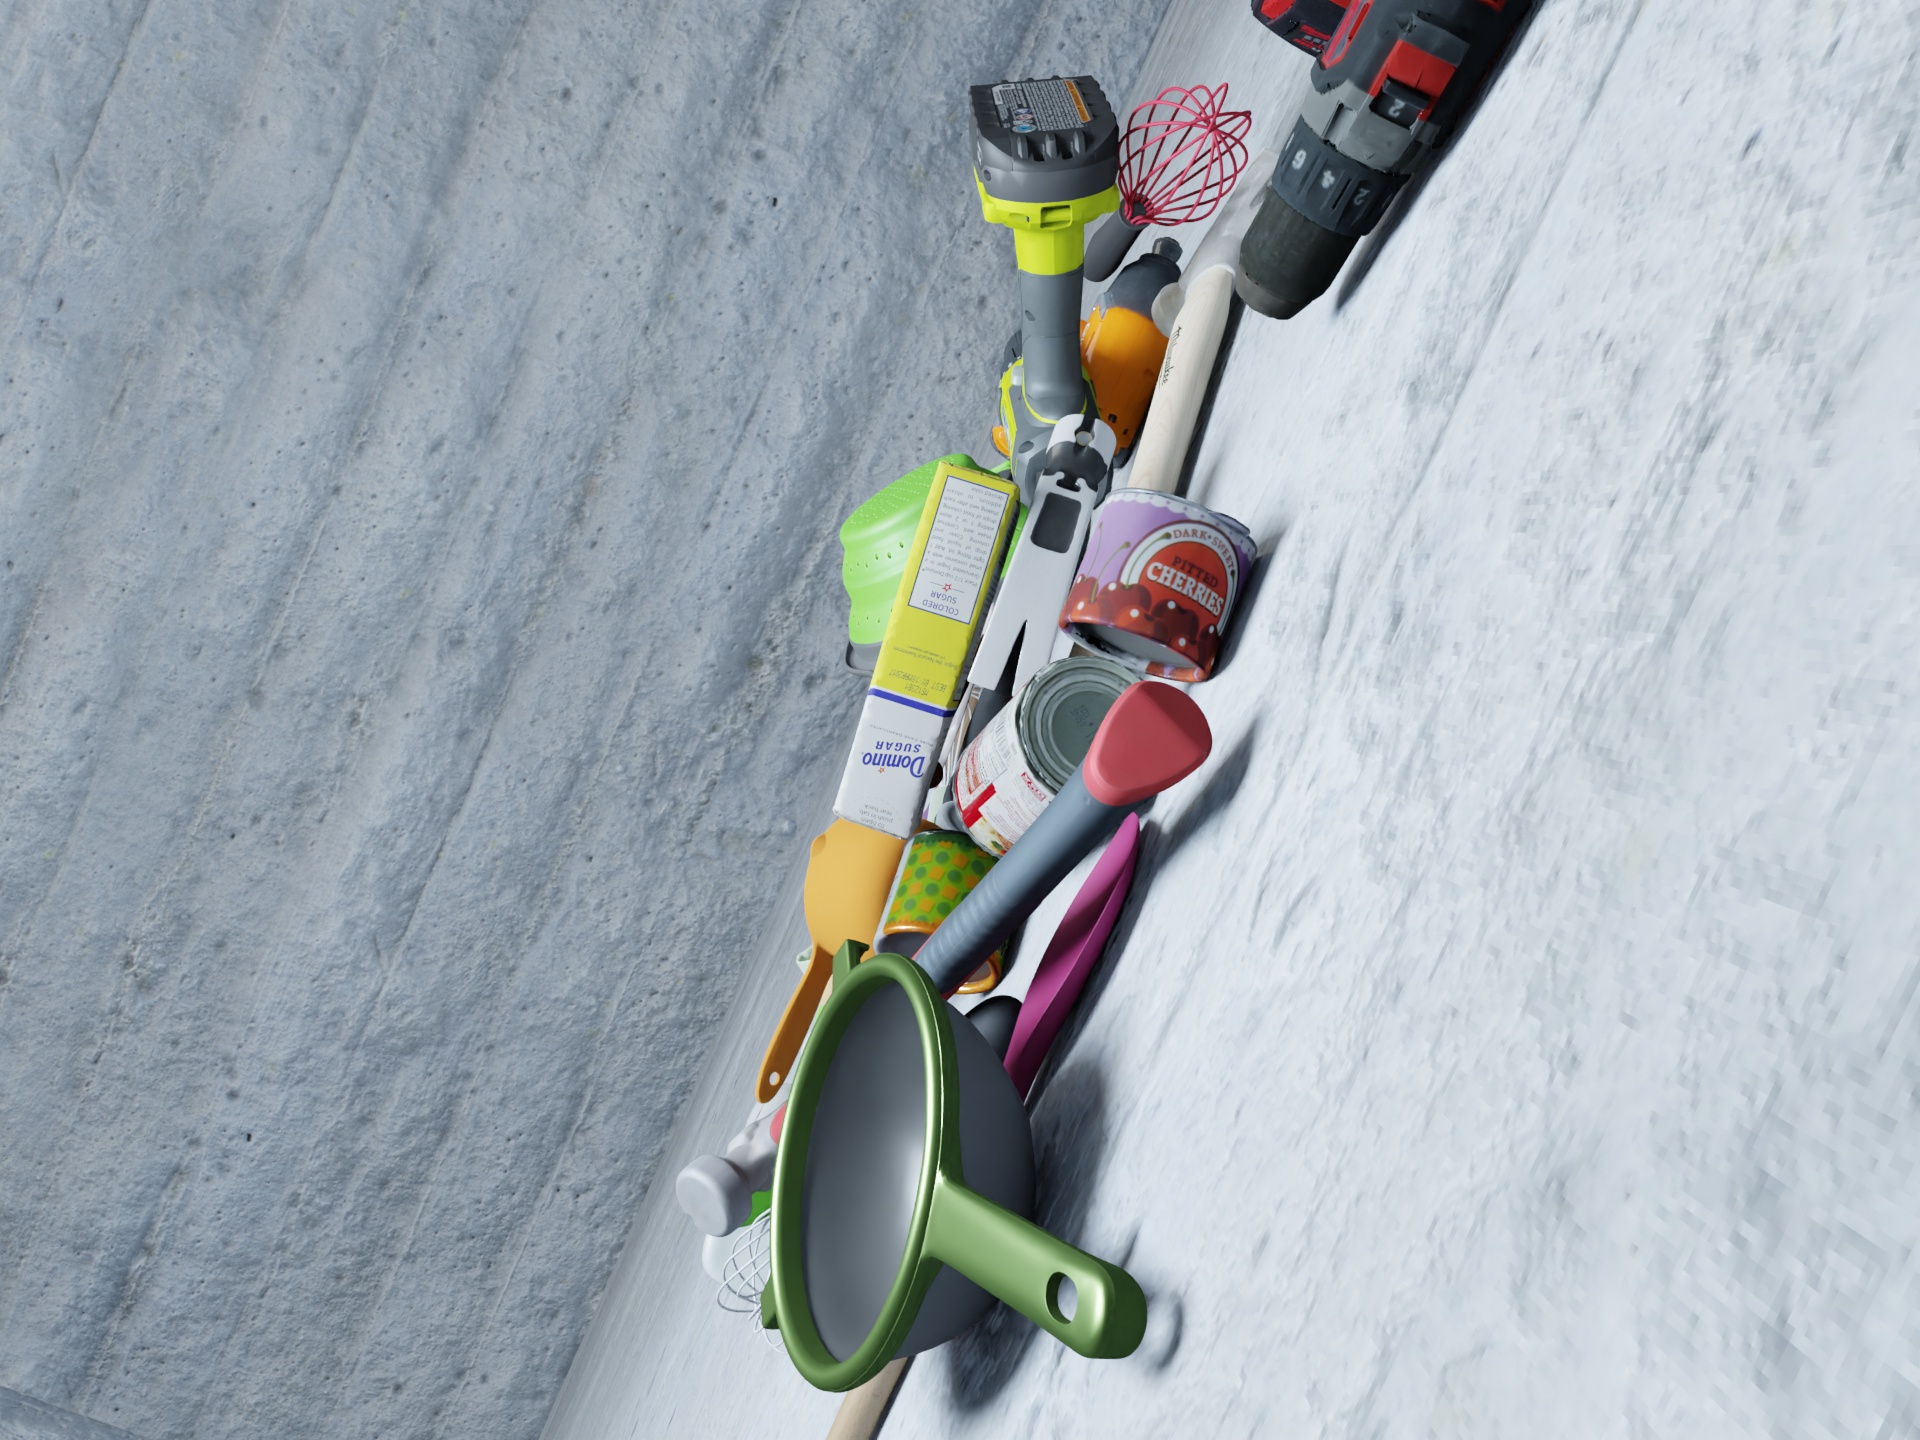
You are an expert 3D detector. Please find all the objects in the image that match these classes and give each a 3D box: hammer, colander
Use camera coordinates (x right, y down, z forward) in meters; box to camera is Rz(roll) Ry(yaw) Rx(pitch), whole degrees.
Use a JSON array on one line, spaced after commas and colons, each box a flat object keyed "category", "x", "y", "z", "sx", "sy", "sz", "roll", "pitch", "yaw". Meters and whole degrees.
[{"category": "hammer", "x": -0.003, "y": 0.104, "z": 0.690, "sx": 0.143, "sy": 0.038, "sz": 0.386, "roll": -33, "pitch": -14, "yaw": -46}, {"category": "hammer", "x": 0.103, "y": -0.123, "z": 0.847, "sx": 0.146, "sy": 0.038, "sz": 0.411, "roll": 128, "pitch": 163, "yaw": -61}, {"category": "colander", "x": -0.008, "y": -0.162, "z": 1.217, "sx": 0.204, "sy": 0.094, "sz": 0.397, "roll": -26, "pitch": 20, "yaw": 19}, {"category": "hammer", "x": 0.023, "y": -0.014, "z": 0.886, "sx": 0.334, "sy": 0.035, "sz": 0.146, "roll": 106, "pitch": -178, "yaw": -62}]

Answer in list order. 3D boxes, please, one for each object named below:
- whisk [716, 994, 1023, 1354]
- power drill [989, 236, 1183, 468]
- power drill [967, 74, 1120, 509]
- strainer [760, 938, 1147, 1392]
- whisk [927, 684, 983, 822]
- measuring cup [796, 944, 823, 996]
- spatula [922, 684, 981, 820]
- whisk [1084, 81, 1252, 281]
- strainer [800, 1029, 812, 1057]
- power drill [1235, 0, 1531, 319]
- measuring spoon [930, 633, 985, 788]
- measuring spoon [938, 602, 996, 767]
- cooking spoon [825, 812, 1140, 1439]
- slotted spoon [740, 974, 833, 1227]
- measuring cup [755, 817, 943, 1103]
[{"category": "whisk", "x": -0.041, "y": 0.217, "z": 0.754, "sx": 0.284, "sy": 0.070, "sz": 0.070, "roll": -55, "pitch": 12, "yaw": 36}, {"category": "power drill", "x": 0.099, "y": -0.262, "z": 1.178, "sx": 0.164, "sy": 0.084, "sz": 0.226, "roll": -66, "pitch": 11, "yaw": 0}, {"category": "power drill", "x": 0.050, "y": -0.263, "z": 0.969, "sx": 0.191, "sy": 0.080, "sz": 0.228, "roll": -97, "pitch": 2, "yaw": -52}, {"category": "strainer", "x": 0.009, "y": 0.162, "z": 0.529, "sx": 0.256, "sy": 0.069, "sz": 0.151, "roll": -4, "pitch": 73, "yaw": 65}, {"category": "whisk", "x": -0.006, "y": 0.047, "z": 1.081, "sx": 0.059, "sy": 0.057, "sz": 0.247, "roll": -53, "pitch": 18, "yaw": 36}, {"category": "measuring cup", "x": -0.059, "y": 0.156, "z": 1.155, "sx": 0.083, "sy": 0.038, "sz": 0.167, "roll": -27, "pitch": 2, "yaw": 22}, {"category": "spatula", "x": -0.009, "y": 0.039, "z": 1.198, "sx": 0.060, "sy": 0.018, "sz": 0.316, "roll": -20, "pitch": 29, "yaw": 27}, {"category": "whisk", "x": 0.112, "y": -0.318, "z": 0.977, "sx": 0.296, "sy": 0.073, "sz": 0.073, "roll": -175, "pitch": 108, "yaw": -82}, {"category": "strainer", "x": -0.080, "y": 0.212, "z": 1.129, "sx": 0.258, "sy": 0.050, "sz": 0.087, "roll": -83, "pitch": 9, "yaw": -79}, {"category": "power drill", "x": 0.177, "y": -0.297, "z": 0.699, "sx": 0.227, "sy": 0.080, "sz": 0.187, "roll": -79, "pitch": 13, "yaw": -49}, {"category": "measuring spoon", "x": -0.001, "y": -0.003, "z": 0.923, "sx": 0.021, "sy": 0.011, "sz": 0.116, "roll": -64, "pitch": -4, "yaw": -53}, {"category": "measuring spoon", "x": -0.001, "y": -0.022, "z": 0.949, "sx": 0.034, "sy": 0.018, "sz": 0.124, "roll": -69, "pitch": -2, "yaw": -53}, {"category": "cooking spoon", "x": 0.005, "y": 0.182, "z": 0.640, "sx": 0.069, "sy": 0.017, "sz": 0.319, "roll": -95, "pitch": 30, "yaw": -83}, {"category": "slotted spoon", "x": -0.065, "y": 0.144, "z": 0.917, "sx": 0.070, "sy": 0.031, "sz": 0.314, "roll": 99, "pitch": -171, "yaw": -58}, {"category": "measuring cup", "x": -0.053, "y": 0.128, "z": 0.845, "sx": 0.052, "sy": 0.095, "sz": 0.174, "roll": 4, "pitch": 58, "yaw": 39}]
